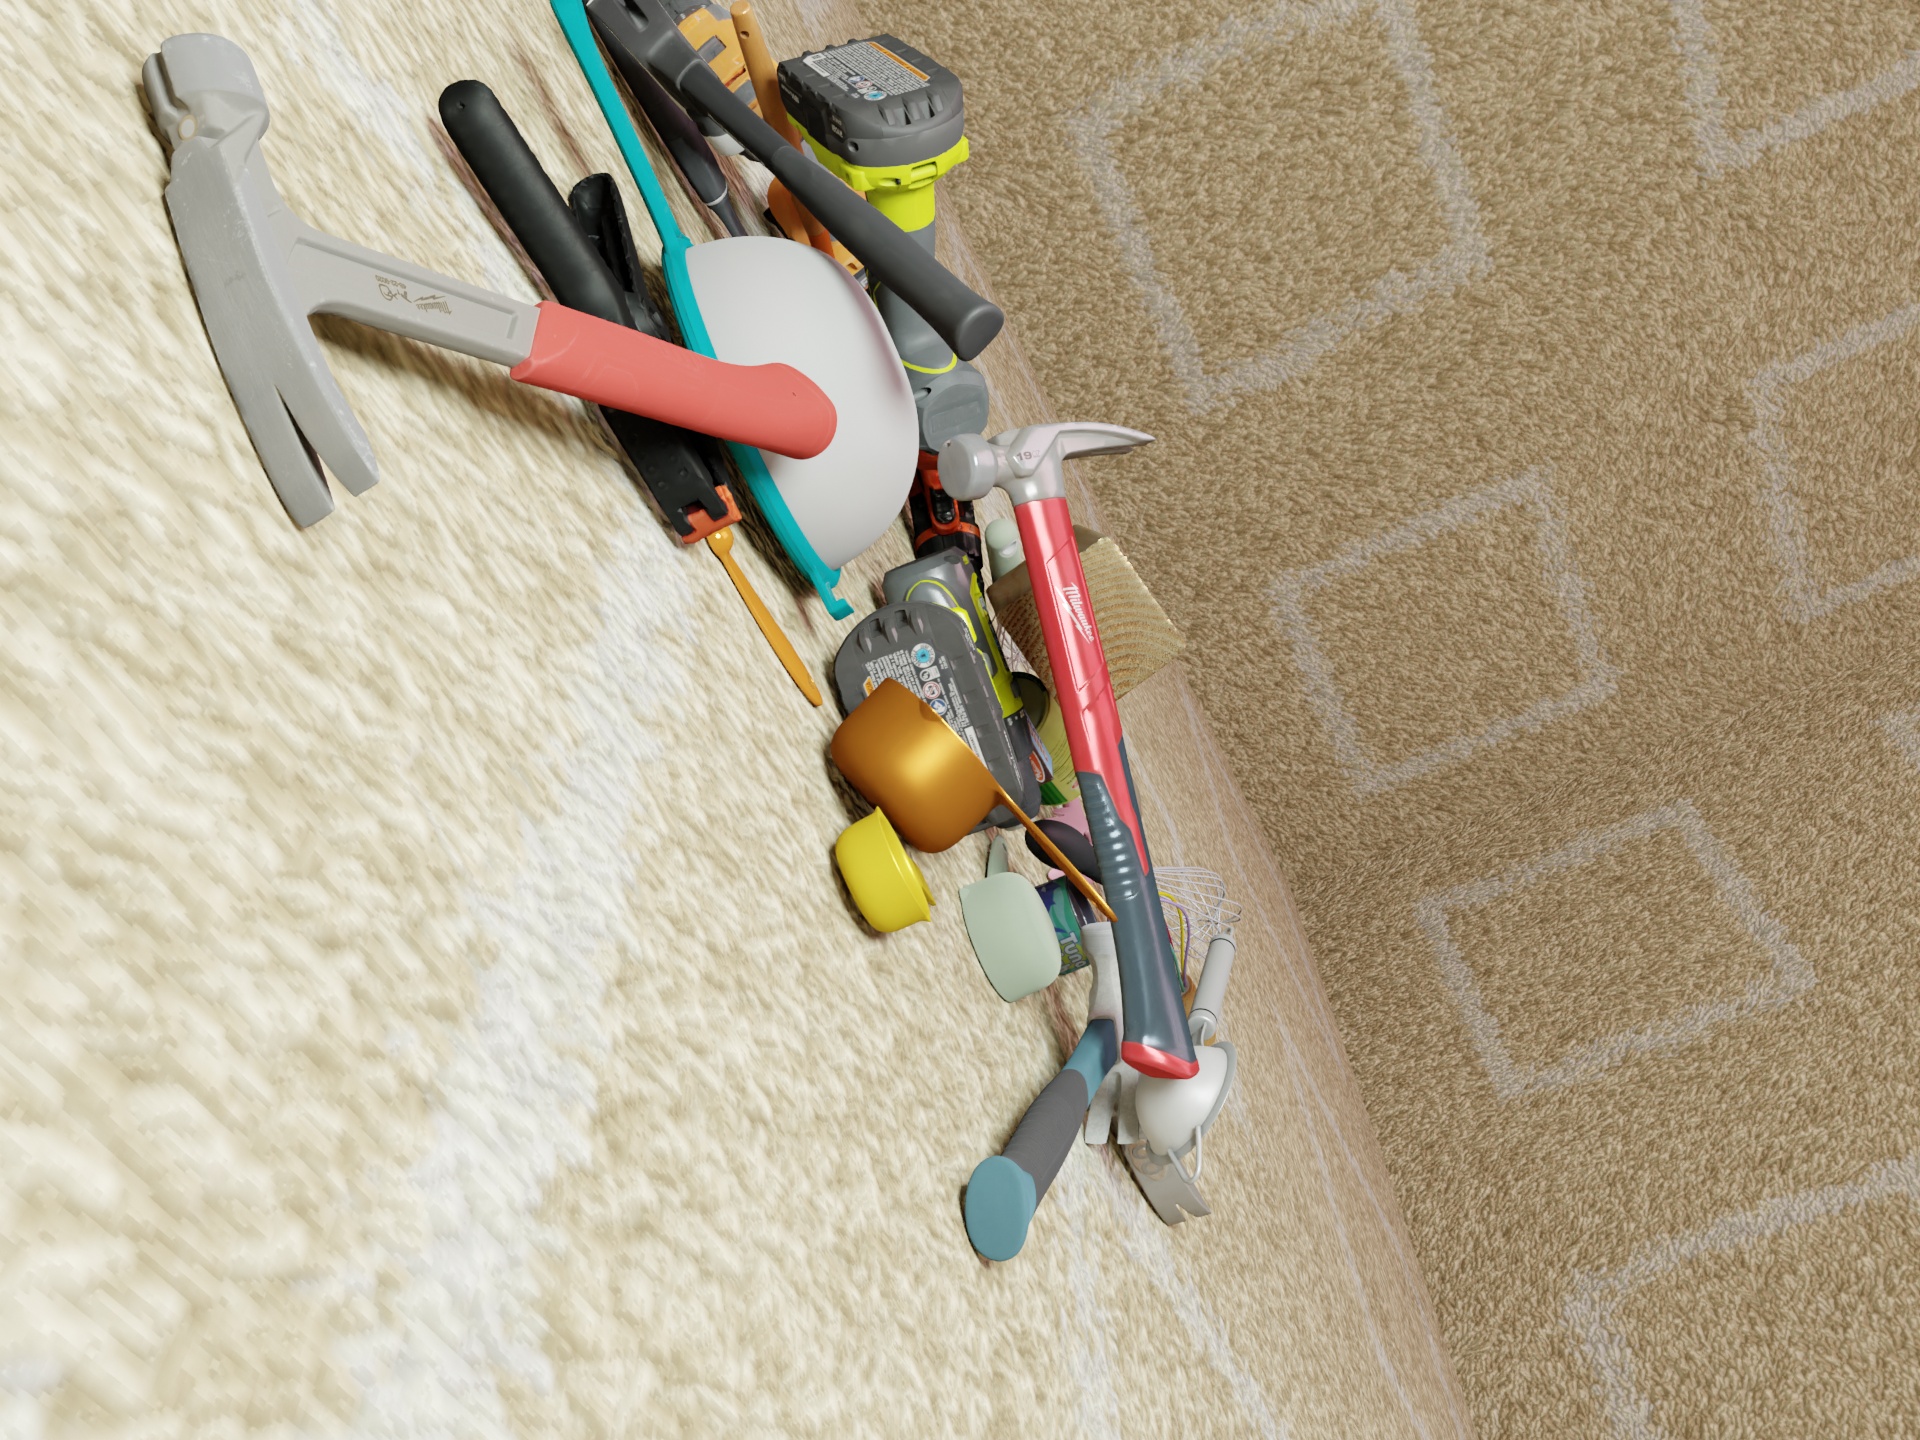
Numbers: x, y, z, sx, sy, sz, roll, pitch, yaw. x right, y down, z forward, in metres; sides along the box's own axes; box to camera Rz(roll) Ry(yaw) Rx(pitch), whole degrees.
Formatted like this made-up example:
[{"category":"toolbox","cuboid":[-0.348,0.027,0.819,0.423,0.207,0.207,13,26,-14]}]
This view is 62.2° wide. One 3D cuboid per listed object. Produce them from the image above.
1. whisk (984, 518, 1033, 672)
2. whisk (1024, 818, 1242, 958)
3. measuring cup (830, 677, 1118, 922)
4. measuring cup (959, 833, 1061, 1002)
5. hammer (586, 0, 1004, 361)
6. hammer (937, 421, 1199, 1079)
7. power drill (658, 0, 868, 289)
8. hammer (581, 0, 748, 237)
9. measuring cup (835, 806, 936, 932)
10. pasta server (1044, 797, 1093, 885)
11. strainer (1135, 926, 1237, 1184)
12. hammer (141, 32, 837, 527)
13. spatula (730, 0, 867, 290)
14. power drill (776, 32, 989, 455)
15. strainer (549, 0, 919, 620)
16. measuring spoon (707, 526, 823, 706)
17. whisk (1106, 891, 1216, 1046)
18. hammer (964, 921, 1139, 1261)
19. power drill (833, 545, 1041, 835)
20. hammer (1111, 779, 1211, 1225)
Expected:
[{"category":"whisk","cuboid":[0.040,-0.097,1.273,0.059,0.058,0.246,49,-10,20]},{"category":"whisk","cuboid":[0.123,0.116,1.116,0.284,0.070,0.070,29,37,-52]},{"category":"measuring cup","cuboid":[0.002,0.054,0.800,0.174,0.052,0.095,45,-9,20]},{"category":"measuring cup","cuboid":[0.036,0.110,1.004,0.083,0.038,0.168,62,15,-20]},{"category":"hammer","cuboid":[-0.085,-0.294,0.859,0.335,0.035,0.146,48,6,32]},{"category":"hammer","cuboid":[0.093,0.015,0.934,0.143,0.038,0.386,-11,87,-34]},{"category":"power drill","cuboid":[-0.139,-0.428,1.158,0.186,0.084,0.226,54,7,30]},{"category":"hammer","cuboid":[-0.154,-0.329,1.040,0.408,0.036,0.149,59,15,-29]},{"category":"measuring cup","cuboid":[-0.034,0.085,0.811,0.156,0.029,0.062,67,-2,-77]},{"category":"pasta server","cuboid":[0.082,0.055,1.347,0.060,0.040,0.316,61,9,-23]},{"category":"strainer","cuboid":[0.151,0.199,1.021,0.050,0.087,0.258,39,28,-1]},{"category":"hammer","cuboid":[-0.139,-0.131,0.610,0.149,0.036,0.359,67,21,8]},{"category":"spatula","cuboid":[-0.103,-0.356,1.073,0.322,0.081,0.041,69,23,-64]},{"category":"power drill","cuboid":[-0.050,-0.299,0.999,0.171,0.080,0.223,50,-24,43]},{"category":"strainer","cuboid":[-0.102,-0.236,0.859,0.211,0.095,0.340,-104,171,-59]},{"category":"measuring spoon","cuboid":[-0.097,-0.054,0.812,0.116,0.011,0.021,60,14,-27]},{"category":"whisk","cuboid":[0.145,0.179,1.120,0.051,0.047,0.244,25,-20,32]},{"category":"hammer","cuboid":[0.058,0.208,0.874,0.331,0.033,0.128,-20,104,-74]},{"category":"power drill","cuboid":[-0.002,-0.003,0.977,0.228,0.080,0.190,-59,129,-78]},{"category":"hammer","cuboid":[0.137,0.186,1.221,0.411,0.038,0.146,-85,151,-56]}]
